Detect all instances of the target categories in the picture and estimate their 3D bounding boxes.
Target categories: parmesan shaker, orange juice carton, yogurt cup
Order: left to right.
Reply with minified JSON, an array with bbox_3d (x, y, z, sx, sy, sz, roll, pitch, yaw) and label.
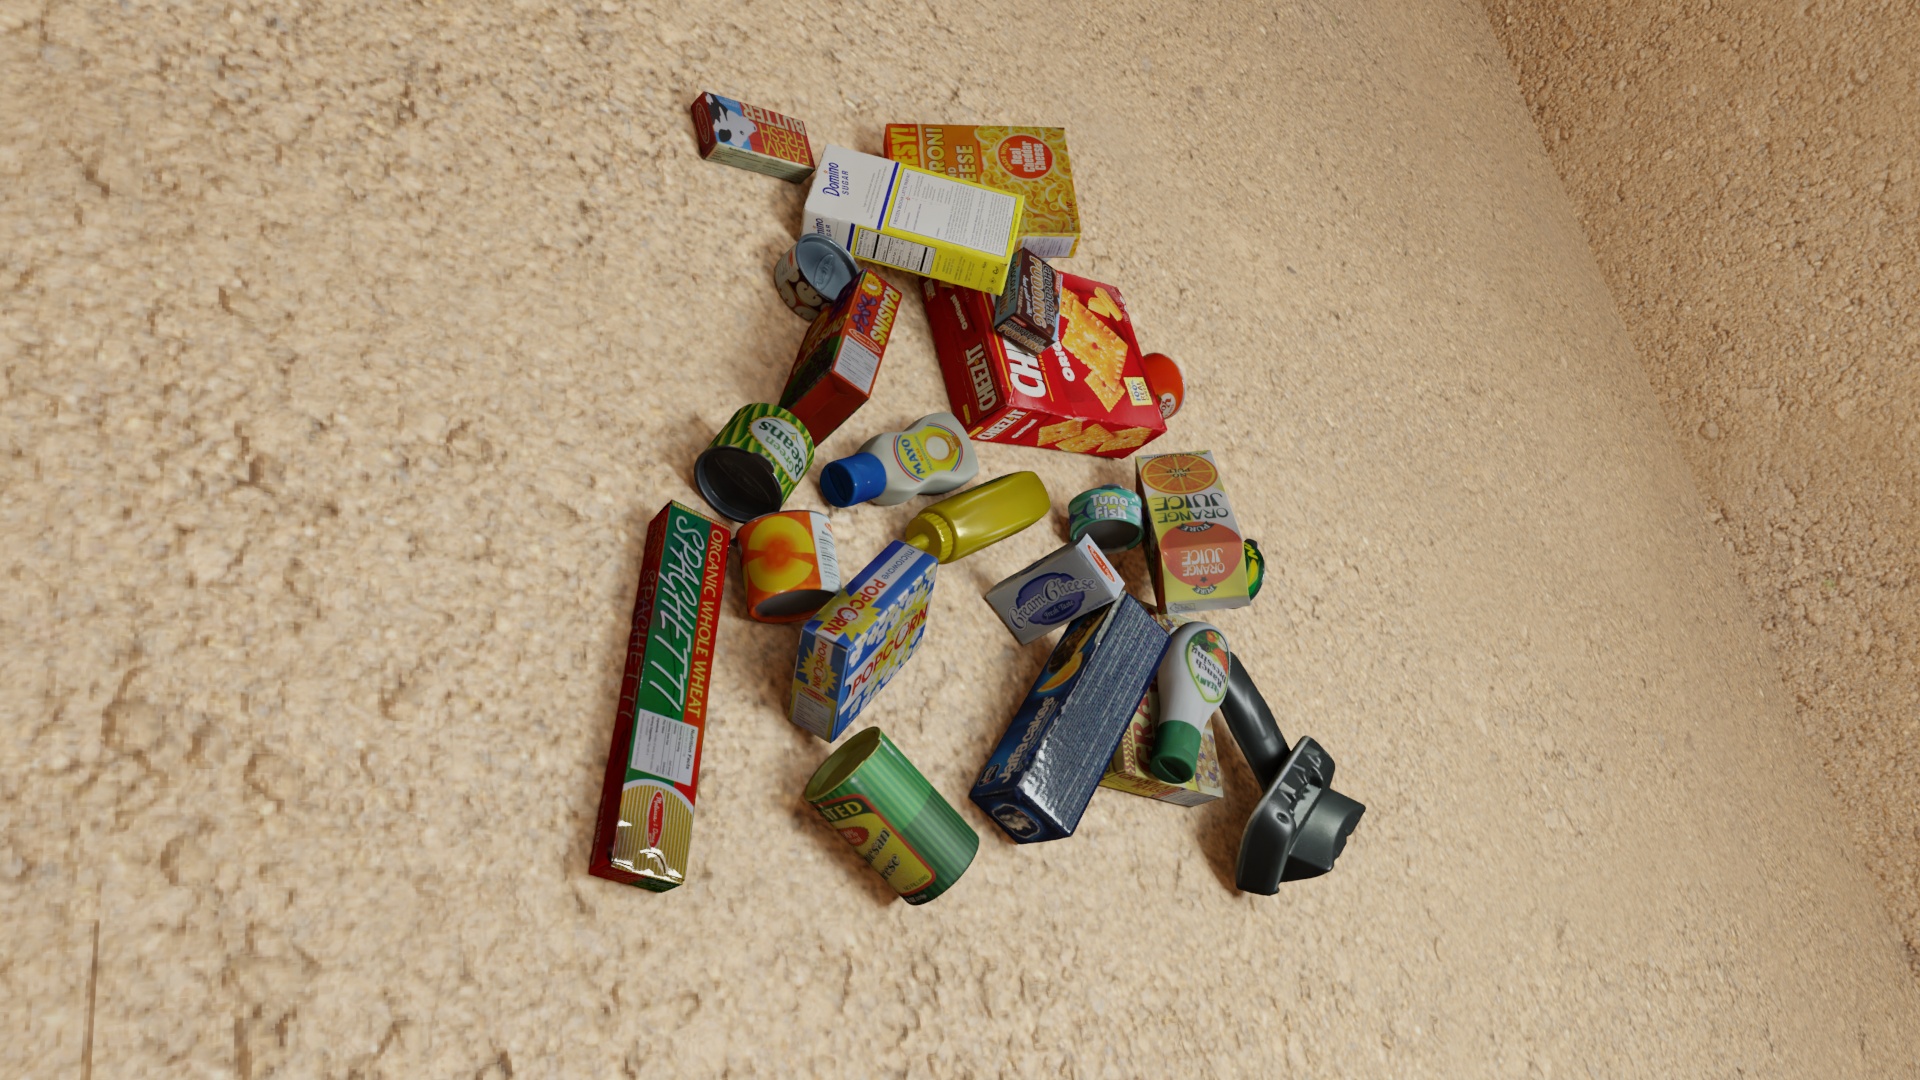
[{"bbox_3d":[-0.043,0.181,0.912,0.103,0.071,0.072,49,40,-11],"label":"parmesan shaker"},{"bbox_3d":[0.179,-0.147,1.363,0.054,0.072,0.072,-18,79,-42],"label":"yogurt cup"},{"bbox_3d":[0.201,0.002,1.218,0.194,0.072,0.072,-94,179,-55],"label":"orange juice carton"}]

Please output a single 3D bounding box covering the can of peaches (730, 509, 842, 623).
[{"bbox_3d":[-0.119,0.019,0.946,0.071,0.071,0.058,8,61,-43],"label":"can of peaches"}]

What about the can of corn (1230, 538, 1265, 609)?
[{"bbox_3d":[0.245,0.024,1.313,0.058,0.071,0.071,20,52,-36],"label":"can of corn"}]

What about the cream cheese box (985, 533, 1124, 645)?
[{"bbox_3d":[0.074,0.040,1.099,0.053,0.103,0.024,53,38,-8],"label":"cream cheese box"}]

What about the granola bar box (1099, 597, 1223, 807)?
[{"bbox_3d":[0.157,0.133,1.175,0.124,0.039,0.166,21,52,-37],"label":"granola bar box"}]

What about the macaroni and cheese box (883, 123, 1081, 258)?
[{"bbox_3d":[0.018,-0.316,1.257,0.167,0.040,0.124,-1,65,-10],"label":"macaroni and cheese box"}]

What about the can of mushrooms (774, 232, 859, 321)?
[{"bbox_3d":[-0.113,-0.210,1.123,0.071,0.033,0.071,26,48,-33],"label":"can of mushrooms"}]

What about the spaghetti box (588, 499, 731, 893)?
[{"bbox_3d":[-0.182,0.090,0.860,0.050,0.028,0.251,27,49,-33],"label":"spaghetti box"}]

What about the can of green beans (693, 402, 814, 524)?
[{"bbox_3d":[-0.142,-0.054,0.965,0.071,0.071,0.058,45,41,-15],"label":"can of green beans"}]

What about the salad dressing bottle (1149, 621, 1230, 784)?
[{"bbox_3d":[0.186,0.132,1.139,0.064,0.044,0.148,43,42,-20],"label":"salad dressing bottle"}]

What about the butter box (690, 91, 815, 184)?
[{"bbox_3d":[-0.171,-0.332,1.150,0.104,0.024,0.053,2,65,-45],"label":"butter box"}]

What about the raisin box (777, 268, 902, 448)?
[{"bbox_3d":[-0.094,-0.138,1.054,0.040,0.085,0.124,33,45,-21],"label":"raisin box"}]

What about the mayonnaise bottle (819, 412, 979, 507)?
[{"bbox_3d":[-0.048,-0.058,1.086,0.149,0.041,0.065,-22,84,-51],"label":"mayonnaise bottle"}]

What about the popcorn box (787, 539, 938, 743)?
[{"bbox_3d":[-0.065,0.067,0.949,0.038,0.084,0.127,25,37,16],"label":"popcorn box"}]

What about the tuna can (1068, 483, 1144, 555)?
[{"bbox_3d":[0.129,-0.018,1.219,0.071,0.071,0.033,24,51,-35],"label":"tuna can"}]

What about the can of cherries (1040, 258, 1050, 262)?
[{"bbox_3d":[0.046,-0.281,1.314,0.071,0.058,0.072,25,50,-34],"label":"can of cherries"}]

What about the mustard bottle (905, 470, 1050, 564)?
[{"bbox_3d":[0.004,-0.014,1.095,0.161,0.065,0.049,-23,88,-47],"label":"mustard bottle"}]

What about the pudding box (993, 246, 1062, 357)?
[{"bbox_3d":[0.059,-0.204,1.190,0.049,0.030,0.084,31,48,-28],"label":"pudding box"}]
